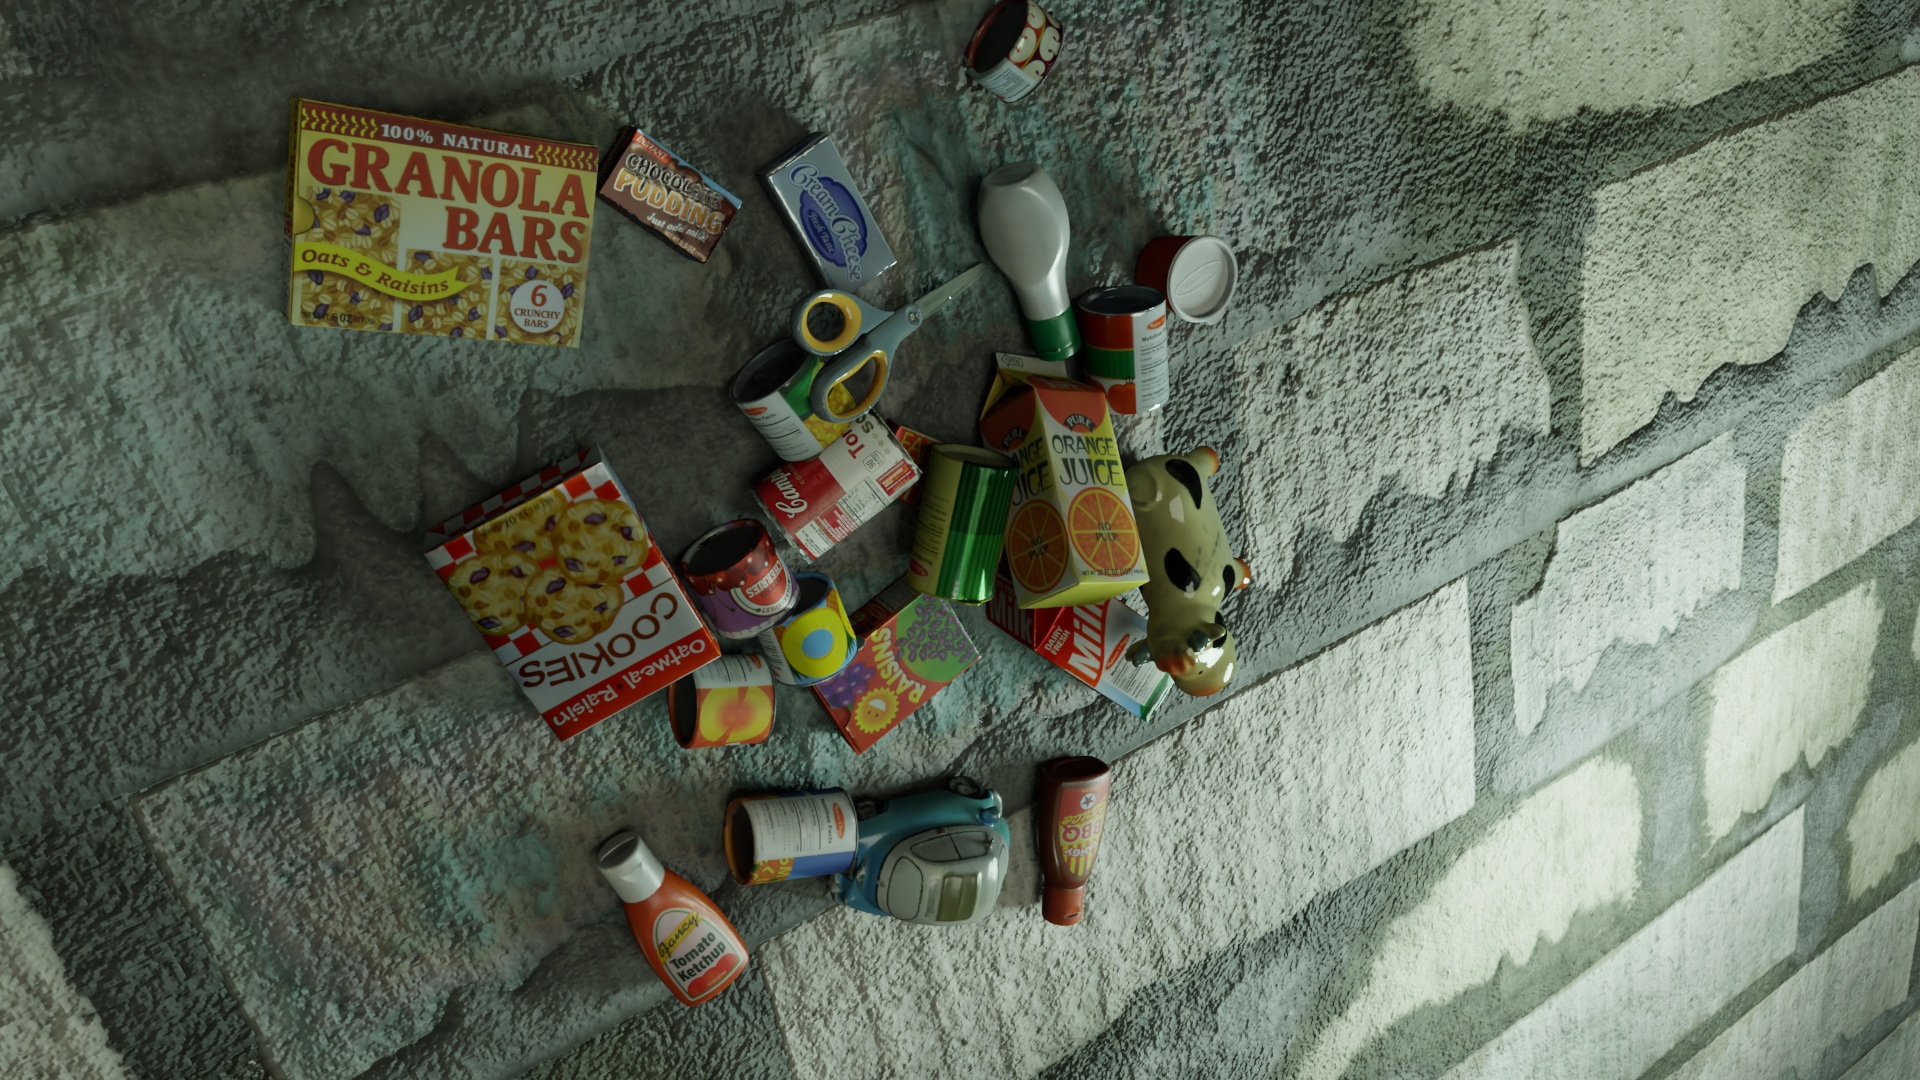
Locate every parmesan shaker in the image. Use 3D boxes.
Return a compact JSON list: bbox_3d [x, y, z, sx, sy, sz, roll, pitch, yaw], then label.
[{"bbox_3d":[0.004,-0.013,1.014,0.071,0.071,0.102,2,108,-32],"label":"parmesan shaker"}]

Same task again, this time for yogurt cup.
[{"bbox_3d":[0.175,-0.209,1.090,0.072,0.054,0.072,-11,113,-28],"label":"yogurt cup"}]

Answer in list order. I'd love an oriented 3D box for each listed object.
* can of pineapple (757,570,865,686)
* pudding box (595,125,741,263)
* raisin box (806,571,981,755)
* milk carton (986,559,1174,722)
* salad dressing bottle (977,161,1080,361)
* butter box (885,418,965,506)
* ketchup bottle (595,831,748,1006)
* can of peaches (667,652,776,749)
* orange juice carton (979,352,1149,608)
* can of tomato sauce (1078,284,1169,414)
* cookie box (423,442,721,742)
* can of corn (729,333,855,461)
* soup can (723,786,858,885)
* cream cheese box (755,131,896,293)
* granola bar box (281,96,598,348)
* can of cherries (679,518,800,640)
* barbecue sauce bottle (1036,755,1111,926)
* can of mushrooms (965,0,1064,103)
[{"bbox_3d":[-0.112,0.062,1.004,0.071,0.071,0.057,-30,120,-19],"label":"can of pineapple"},{"bbox_3d":[-0.187,-0.218,0.880,0.083,0.030,0.049,32,88,-36],"label":"pudding box"},{"bbox_3d":[-0.056,0.092,1.067,0.124,0.040,0.085,-38,123,-14],"label":"raisin box"},{"bbox_3d":[0.094,0.070,1.131,0.190,0.072,0.073,34,87,-36],"label":"milk carton"},{"bbox_3d":[0.055,-0.202,1.020,0.044,0.064,0.147,-73,151,-48],"label":"salad dressing bottle"},{"bbox_3d":[-0.021,-0.050,1.046,0.103,0.024,0.053,20,95,-35],"label":"butter box"},{"bbox_3d":[-0.218,0.278,1.031,0.065,0.043,0.148,-36,122,-15],"label":"ketchup bottle"},{"bbox_3d":[-0.171,0.116,0.987,0.058,0.071,0.071,1,107,-31],"label":"can of peaches"},{"bbox_3d":[0.072,-0.050,1.041,0.072,0.072,0.193,-1,72,-37],"label":"orange juice carton"},{"bbox_3d":[0.126,-0.148,1.074,0.071,0.071,0.082,-21,121,-24],"label":"can of tomato sauce"},{"bbox_3d":[-0.251,0.037,0.913,0.123,0.040,0.166,-29,121,-6],"label":"cookie box"},{"bbox_3d":[-0.112,-0.098,0.948,0.071,0.071,0.058,-44,125,-11],"label":"can of corn"},{"bbox_3d":[-0.130,0.225,1.054,0.084,0.071,0.071,1,107,-31],"label":"soup can"},{"bbox_3d":[-0.090,-0.218,0.942,0.053,0.024,0.103,-39,123,-14],"label":"cream cheese box"},{"bbox_3d":[-0.303,-0.183,0.815,0.166,0.039,0.123,0,107,-32],"label":"granola bar box"},{"bbox_3d":[-0.151,0.026,0.964,0.072,0.071,0.058,-35,121,-16],"label":"can of cherries"},{"bbox_3d":[0.095,0.265,1.219,0.065,0.044,0.148,-7,111,-31],"label":"barbecue sauce bottle"},{"bbox_3d":[0.037,-0.340,0.952,0.033,0.071,0.071,25,93,-34],"label":"can of mushrooms"}]
